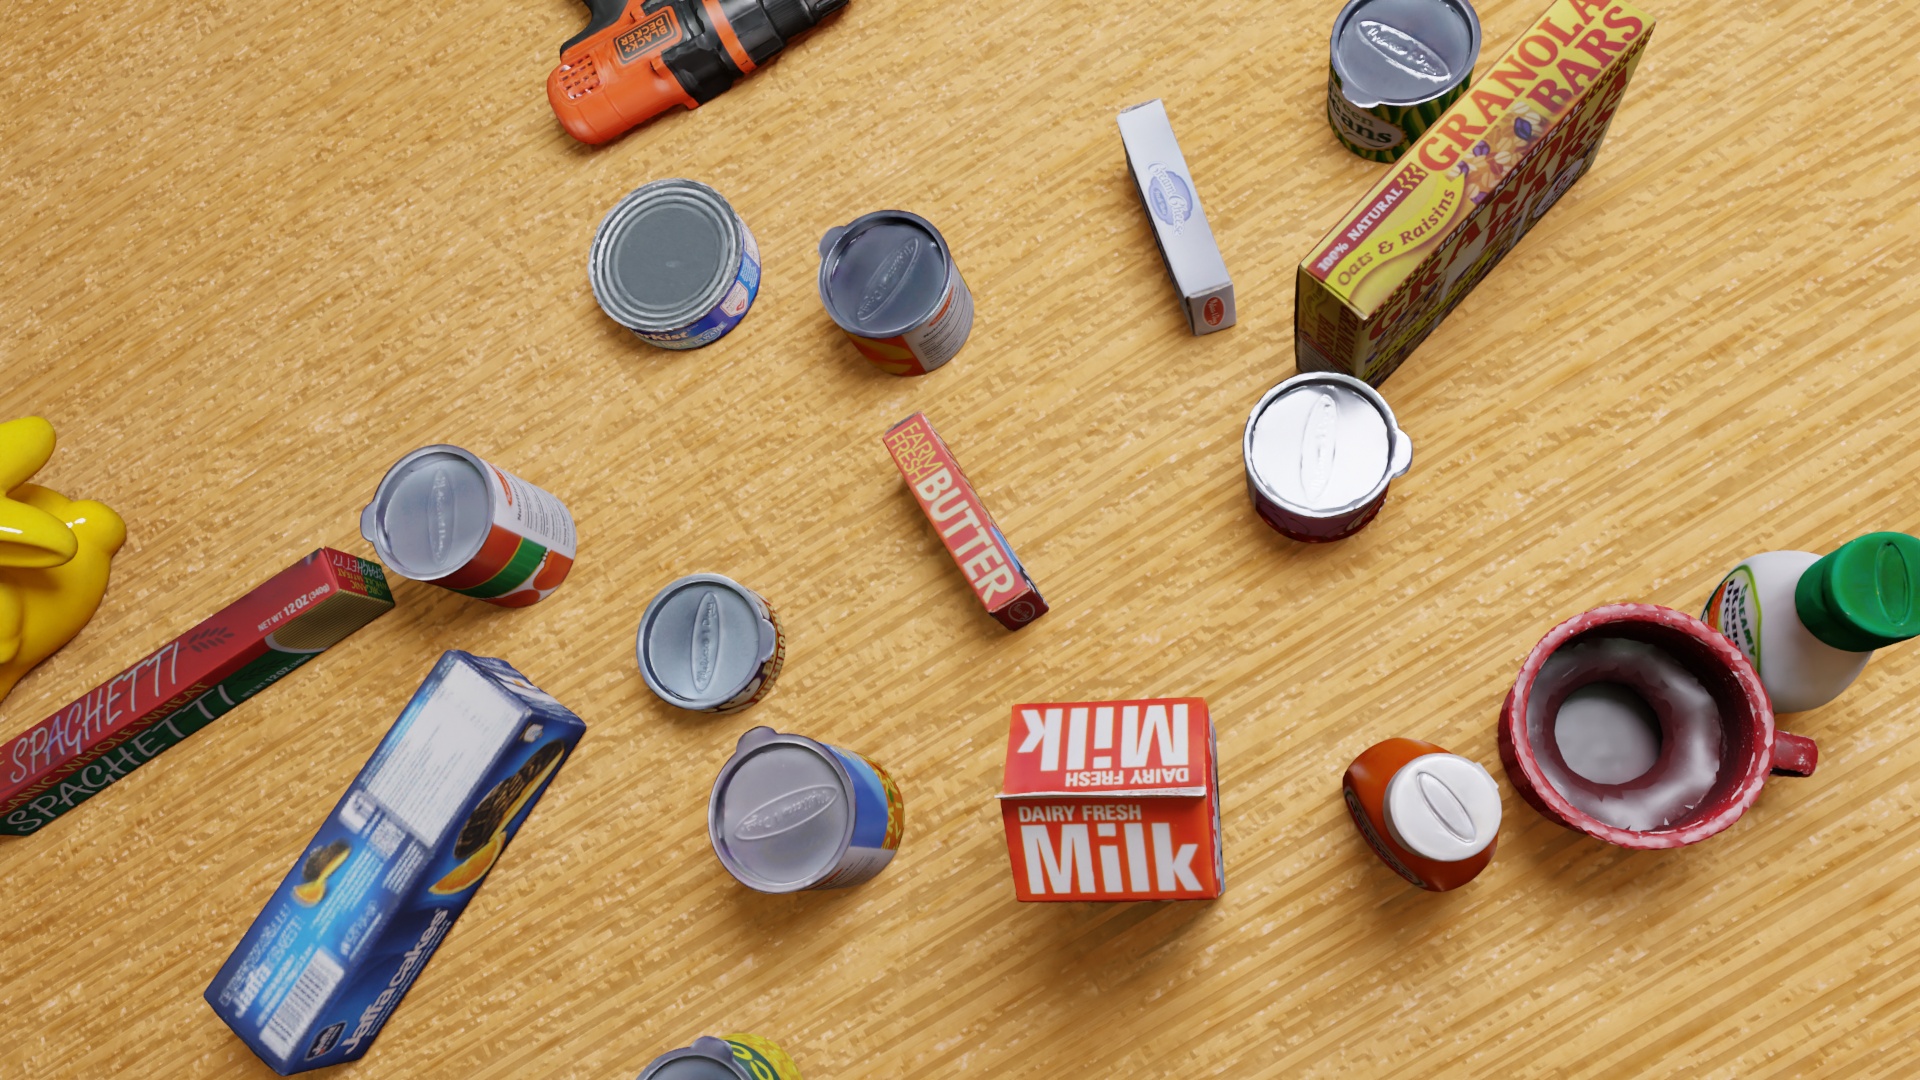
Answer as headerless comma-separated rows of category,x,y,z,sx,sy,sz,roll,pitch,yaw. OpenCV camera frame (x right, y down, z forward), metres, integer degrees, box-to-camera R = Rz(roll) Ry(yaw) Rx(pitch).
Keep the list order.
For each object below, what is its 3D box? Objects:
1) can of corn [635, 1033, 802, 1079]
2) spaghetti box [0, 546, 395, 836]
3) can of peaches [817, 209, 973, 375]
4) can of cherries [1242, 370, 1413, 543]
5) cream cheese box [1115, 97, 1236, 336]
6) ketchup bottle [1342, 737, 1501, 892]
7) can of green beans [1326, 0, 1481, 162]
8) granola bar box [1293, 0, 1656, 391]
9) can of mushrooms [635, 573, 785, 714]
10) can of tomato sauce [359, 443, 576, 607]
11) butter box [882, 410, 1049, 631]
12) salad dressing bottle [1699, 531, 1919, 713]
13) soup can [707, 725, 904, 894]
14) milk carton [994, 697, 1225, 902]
can of corn,-0.107,0.252,0.614,0.071,0.058,0.071,-3,76,12
spaghetti box,-0.416,0.082,0.728,0.250,0.050,0.029,-31,72,4
can of peaches,-0.032,-0.122,0.688,0.071,0.058,0.071,-3,76,12
can of cherries,0.163,-0.035,0.623,0.071,0.058,0.071,-3,76,12
cream cheese box,0.104,-0.154,0.668,0.024,0.053,0.104,-20,73,8
ketchup bottle,0.180,0.105,0.538,0.043,0.148,0.065,-37,72,3
can of green beans,0.208,-0.222,0.658,0.071,0.057,0.071,-3,76,12
granola bar box,0.215,-0.143,0.603,0.165,0.124,0.039,-46,72,-1
can of mushrooms,-0.119,0.051,0.678,0.071,0.033,0.071,-3,76,12
can of tomato sauce,-0.242,-0.004,0.693,0.071,0.083,0.071,-3,76,12
butter box,0.002,-0.008,0.655,0.024,0.053,0.104,-33,72,4
salad dressing bottle,0.322,0.029,0.525,0.044,0.147,0.064,0,77,13
soup can,-0.067,0.121,0.623,0.071,0.083,0.071,-3,76,12
milk carton,0.064,0.103,0.542,0.072,0.190,0.073,-4,76,12
